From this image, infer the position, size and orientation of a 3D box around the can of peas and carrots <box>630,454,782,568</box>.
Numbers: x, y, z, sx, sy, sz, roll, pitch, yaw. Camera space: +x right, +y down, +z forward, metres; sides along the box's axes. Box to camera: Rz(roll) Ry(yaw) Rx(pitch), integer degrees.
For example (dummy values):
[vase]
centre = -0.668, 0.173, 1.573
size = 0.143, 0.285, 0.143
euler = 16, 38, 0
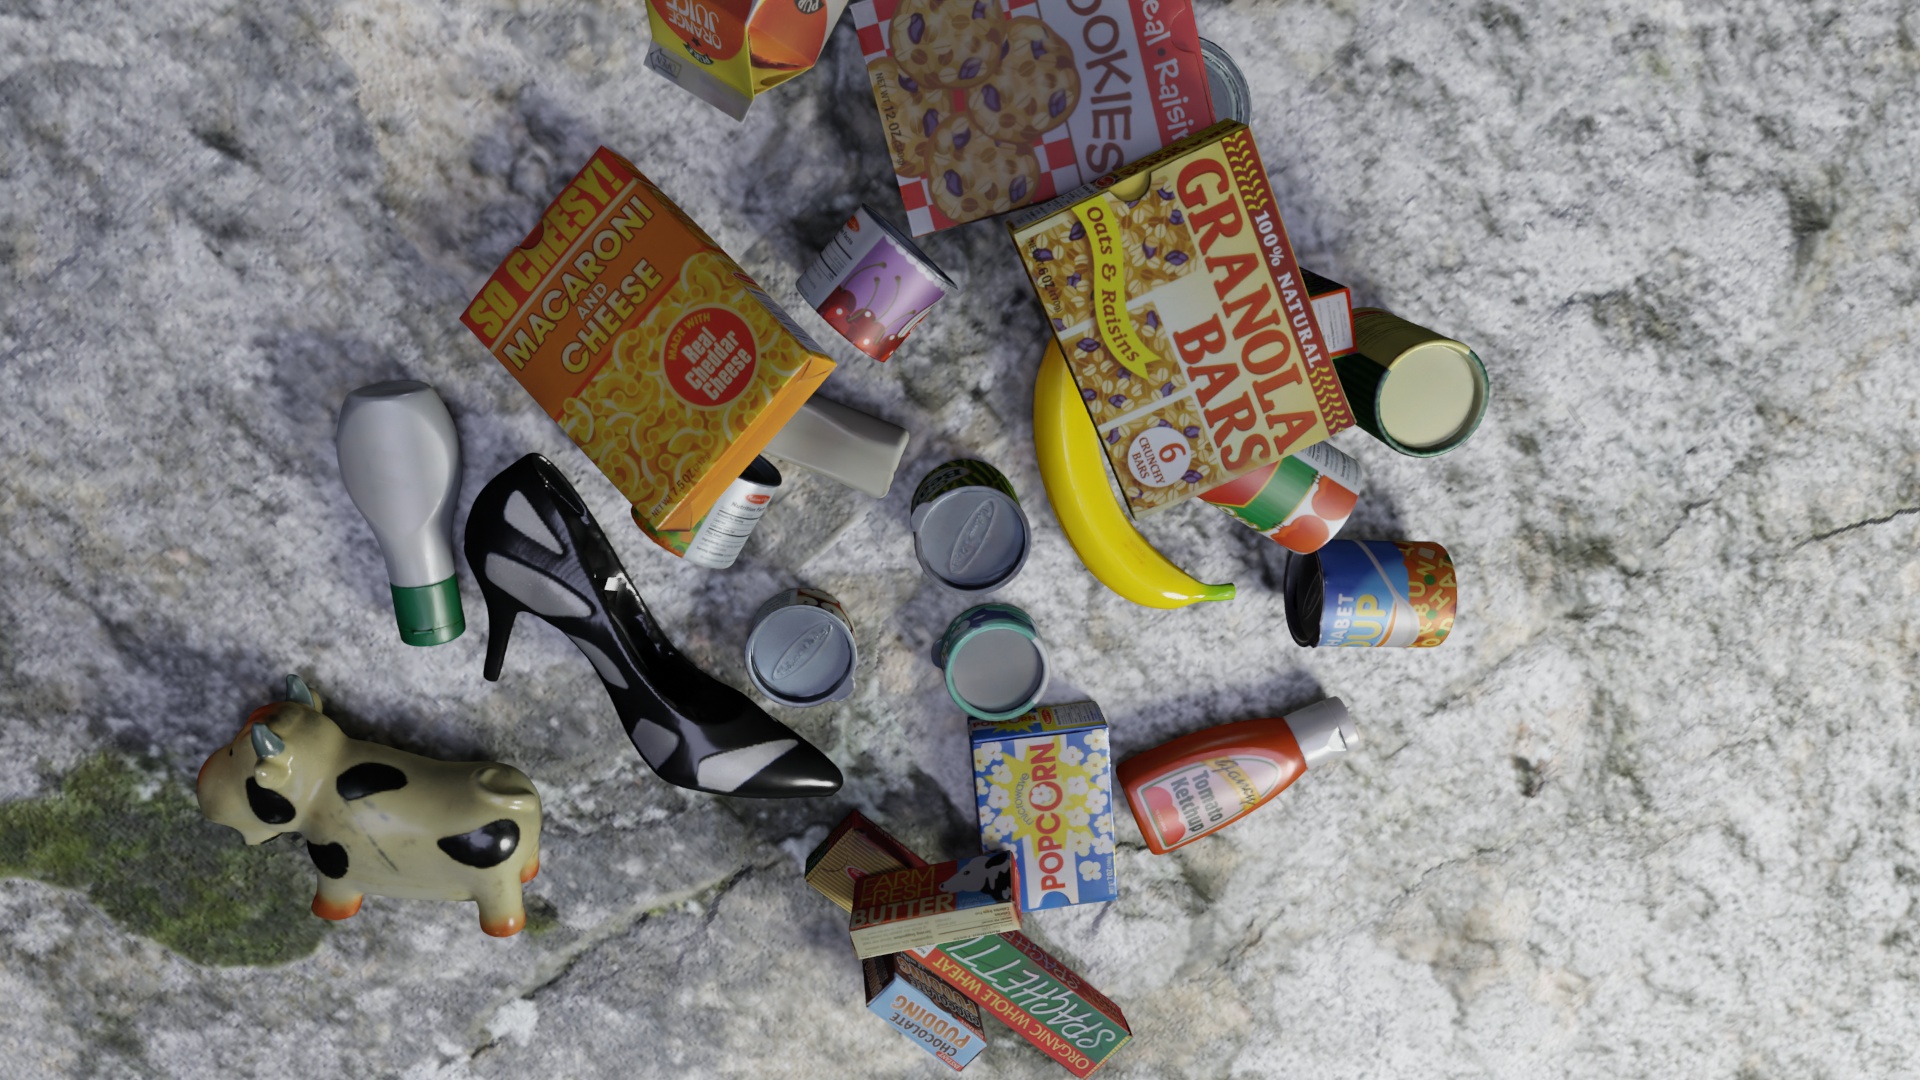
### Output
[can of peas and carrots]
centre = -0.145, -0.027, 0.783
size = 0.071, 0.071, 0.058
euler = 29, 104, -14

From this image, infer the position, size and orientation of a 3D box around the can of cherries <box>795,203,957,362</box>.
[can of cherries]
centre = -0.045, -0.138, 0.755
size = 0.071, 0.072, 0.058
euler = 39, 101, -16

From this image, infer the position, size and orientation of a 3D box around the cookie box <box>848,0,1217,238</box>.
[cookie box]
centre = 0.040, -0.238, 0.718
size = 0.167, 0.040, 0.122
euler = -12, 103, 14

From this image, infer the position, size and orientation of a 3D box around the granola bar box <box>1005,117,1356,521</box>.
[granola bar box]
centre = 0.112, -0.109, 0.701
size = 0.124, 0.039, 0.165
euler = -24, 110, 4

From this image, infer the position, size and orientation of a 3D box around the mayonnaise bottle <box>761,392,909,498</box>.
[mayonnaise bottle]
centre = -0.104, -0.068, 0.775
size = 0.148, 0.065, 0.041
euler = 21, 103, -2

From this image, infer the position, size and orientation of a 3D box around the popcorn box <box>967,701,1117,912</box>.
[popcorn box]
centre = 0.052, 0.169, 0.879
size = 0.085, 0.038, 0.126
euler = -7, 108, -4

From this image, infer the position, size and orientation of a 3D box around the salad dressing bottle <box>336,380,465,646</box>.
[salad dressing bottle]
centre = -0.309, -0.014, 0.783
size = 0.064, 0.044, 0.147
euler = -4, 109, -6

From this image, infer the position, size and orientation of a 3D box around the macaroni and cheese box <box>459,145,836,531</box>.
[macaroni and cheese box]
centre = -0.166, -0.106, 0.730
size = 0.166, 0.040, 0.123
euler = 45, 100, 11

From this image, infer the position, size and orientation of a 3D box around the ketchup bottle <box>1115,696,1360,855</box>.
[ketchup bottle]
centre = 0.177, 0.143, 0.880
size = 0.149, 0.044, 0.064
euler = -23, 108, 2

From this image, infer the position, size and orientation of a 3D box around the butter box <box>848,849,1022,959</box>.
[butter box]
centre = -0.015, 0.221, 0.844
size = 0.103, 0.053, 0.024
euler = -12, 111, 6

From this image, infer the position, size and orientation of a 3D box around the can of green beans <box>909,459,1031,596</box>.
[can of green beans]
centre = 0.005, -0.009, 0.806
size = 0.071, 0.058, 0.071
euler = -2, 108, -5

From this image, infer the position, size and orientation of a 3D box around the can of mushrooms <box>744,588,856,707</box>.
[can of mushrooms]
centre = -0.094, 0.066, 0.834
size = 0.071, 0.033, 0.070
euler = -2, 107, -5

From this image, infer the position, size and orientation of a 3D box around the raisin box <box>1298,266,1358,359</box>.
[raisin box]
centre = 0.144, -0.115, 0.770
size = 0.123, 0.086, 0.040
euler = -15, 111, -1

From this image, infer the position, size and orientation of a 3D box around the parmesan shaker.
[parmesan shaker]
centre = 0.240, -0.089, 0.779
size = 0.071, 0.103, 0.071
euler = -2, 109, -5

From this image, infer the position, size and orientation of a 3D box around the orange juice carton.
[orange juice carton]
centre = -0.088, -0.305, 0.681
size = 0.072, 0.073, 0.192
euler = 35, 103, 16

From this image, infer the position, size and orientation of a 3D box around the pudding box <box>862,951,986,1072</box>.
[pudding box]
centre = -0.024, 0.304, 0.909
size = 0.083, 0.050, 0.030
euler = 42, 99, -16

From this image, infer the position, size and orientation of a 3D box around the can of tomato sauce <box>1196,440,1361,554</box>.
[can of tomato sauce]
centre = 0.179, -0.037, 0.810
size = 0.083, 0.071, 0.071
euler = 28, 103, -14

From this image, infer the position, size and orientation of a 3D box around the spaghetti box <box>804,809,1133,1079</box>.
[spaghetti box]
centre = 0.008, 0.268, 0.911
size = 0.250, 0.029, 0.050
euler = 40, 100, -16

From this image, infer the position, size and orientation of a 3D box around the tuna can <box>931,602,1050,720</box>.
[tuna can]
centre = 0.019, 0.074, 0.847
size = 0.071, 0.033, 0.070
euler = -2, 108, -5

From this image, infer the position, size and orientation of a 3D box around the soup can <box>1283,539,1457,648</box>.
[soup can]
centre = 0.246, 0.034, 0.836
size = 0.084, 0.071, 0.071
euler = 1, 108, -6
